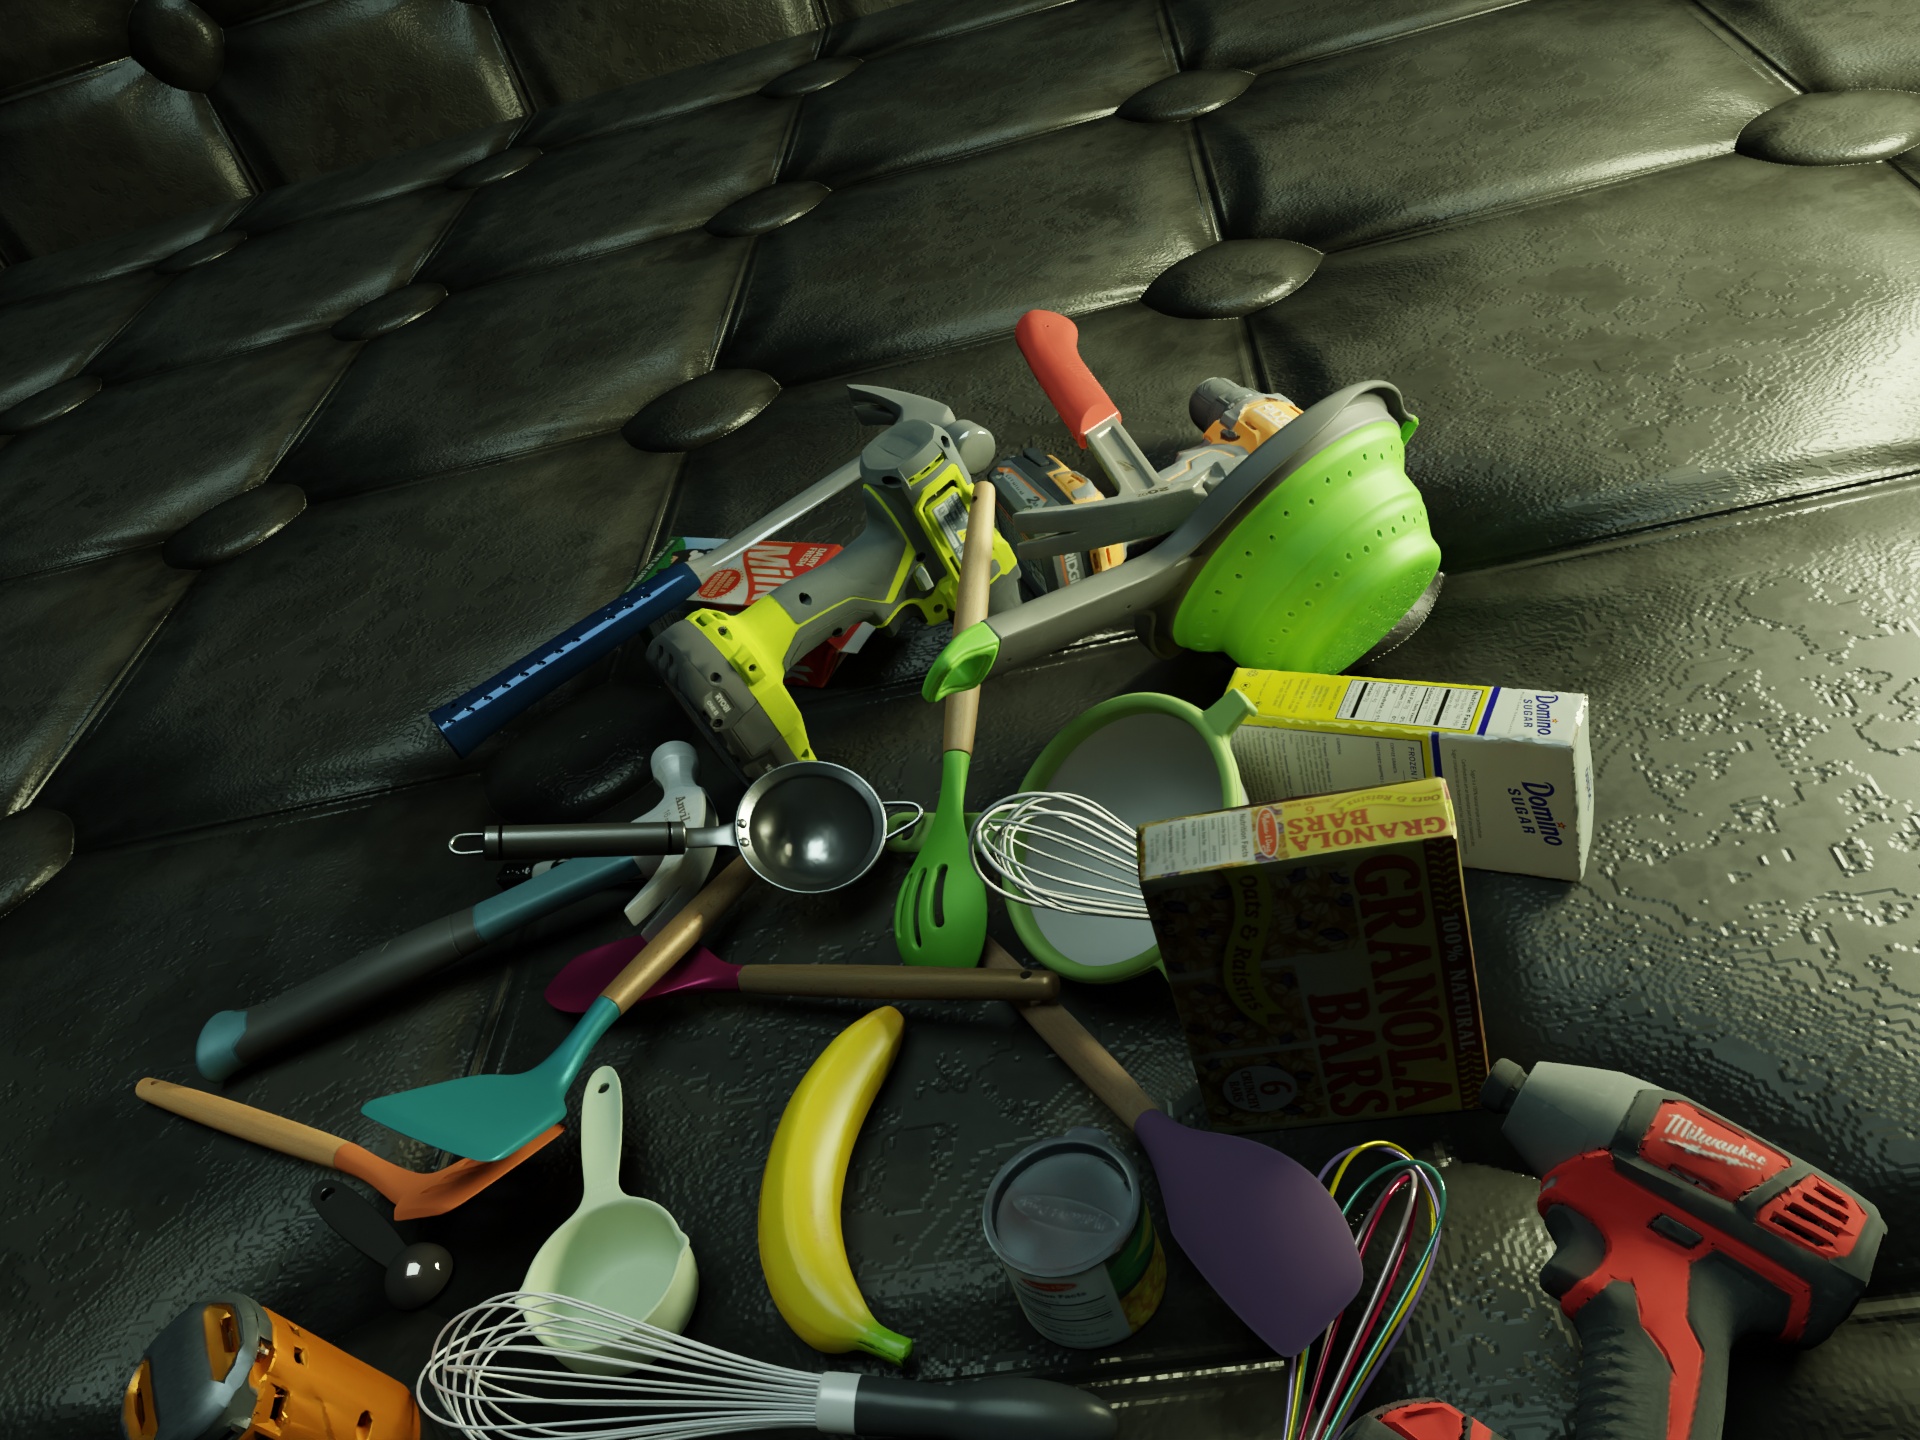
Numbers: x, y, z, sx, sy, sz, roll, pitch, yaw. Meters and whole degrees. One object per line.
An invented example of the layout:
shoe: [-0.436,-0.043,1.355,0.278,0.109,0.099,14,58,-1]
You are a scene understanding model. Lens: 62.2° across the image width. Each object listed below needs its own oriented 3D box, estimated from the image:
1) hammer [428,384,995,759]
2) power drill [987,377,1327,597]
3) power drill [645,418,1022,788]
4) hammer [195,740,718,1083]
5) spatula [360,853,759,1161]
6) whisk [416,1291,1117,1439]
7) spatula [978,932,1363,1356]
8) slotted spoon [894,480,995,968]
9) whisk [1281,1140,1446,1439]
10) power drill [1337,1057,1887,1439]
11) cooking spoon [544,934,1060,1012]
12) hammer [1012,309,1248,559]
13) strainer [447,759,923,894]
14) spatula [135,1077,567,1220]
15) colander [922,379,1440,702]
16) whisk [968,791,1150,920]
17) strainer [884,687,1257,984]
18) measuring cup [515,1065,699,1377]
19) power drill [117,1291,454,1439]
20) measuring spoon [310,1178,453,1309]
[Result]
hammer: [-0.173,-0.106,1.070,0.405,0.035,0.144,-36,42,-16]
power drill: [0.137,-0.170,1.102,0.226,0.084,0.186,-20,34,-7]
power drill: [-0.065,-0.055,0.987,0.223,0.171,0.080,-40,39,-12]
hammer: [-0.295,0.126,0.940,0.331,0.033,0.128,-26,41,0]
spatula: [-0.172,0.129,0.847,0.082,0.044,0.317,12,36,26]
whisk: [-0.080,0.271,0.639,0.284,0.070,0.070,2,40,7]
spatula: [0.073,0.167,0.721,0.060,0.018,0.316,-45,33,-5]
slotted spoon: [-0.001,-0.003,0.889,0.070,0.031,0.314,-23,51,43]
whisk: [0.133,0.264,0.588,0.051,0.047,0.245,-3,42,40]
power drill: [0.216,0.218,0.556,0.143,0.078,0.220,29,53,25]
cooking spoon: [-0.093,0.138,0.844,0.319,0.017,0.069,-4,29,29]
hammer: [0.077,-0.207,1.077,0.149,0.036,0.359,-13,32,-3]
strainer: [-0.151,0.065,0.887,0.258,0.050,0.087,-1,56,-14]
spatula: [-0.348,0.221,0.856,0.323,0.041,0.081,5,20,32]
colander: [0.147,-0.060,0.864,0.397,0.204,0.095,-25,65,-38]
whisk: [0.120,0.088,0.716,0.246,0.059,0.058,20,27,-8]
strainer: [0.061,0.069,0.853,0.256,0.069,0.151,-4,68,48]
measuring cup: [-0.164,0.235,0.759,0.083,0.038,0.168,-20,35,0]
power drill: [-0.309,0.338,0.616,0.226,0.164,0.084,-41,40,-7]
measuring spoon: [-0.300,0.258,0.806,0.124,0.018,0.034,17,50,40]
